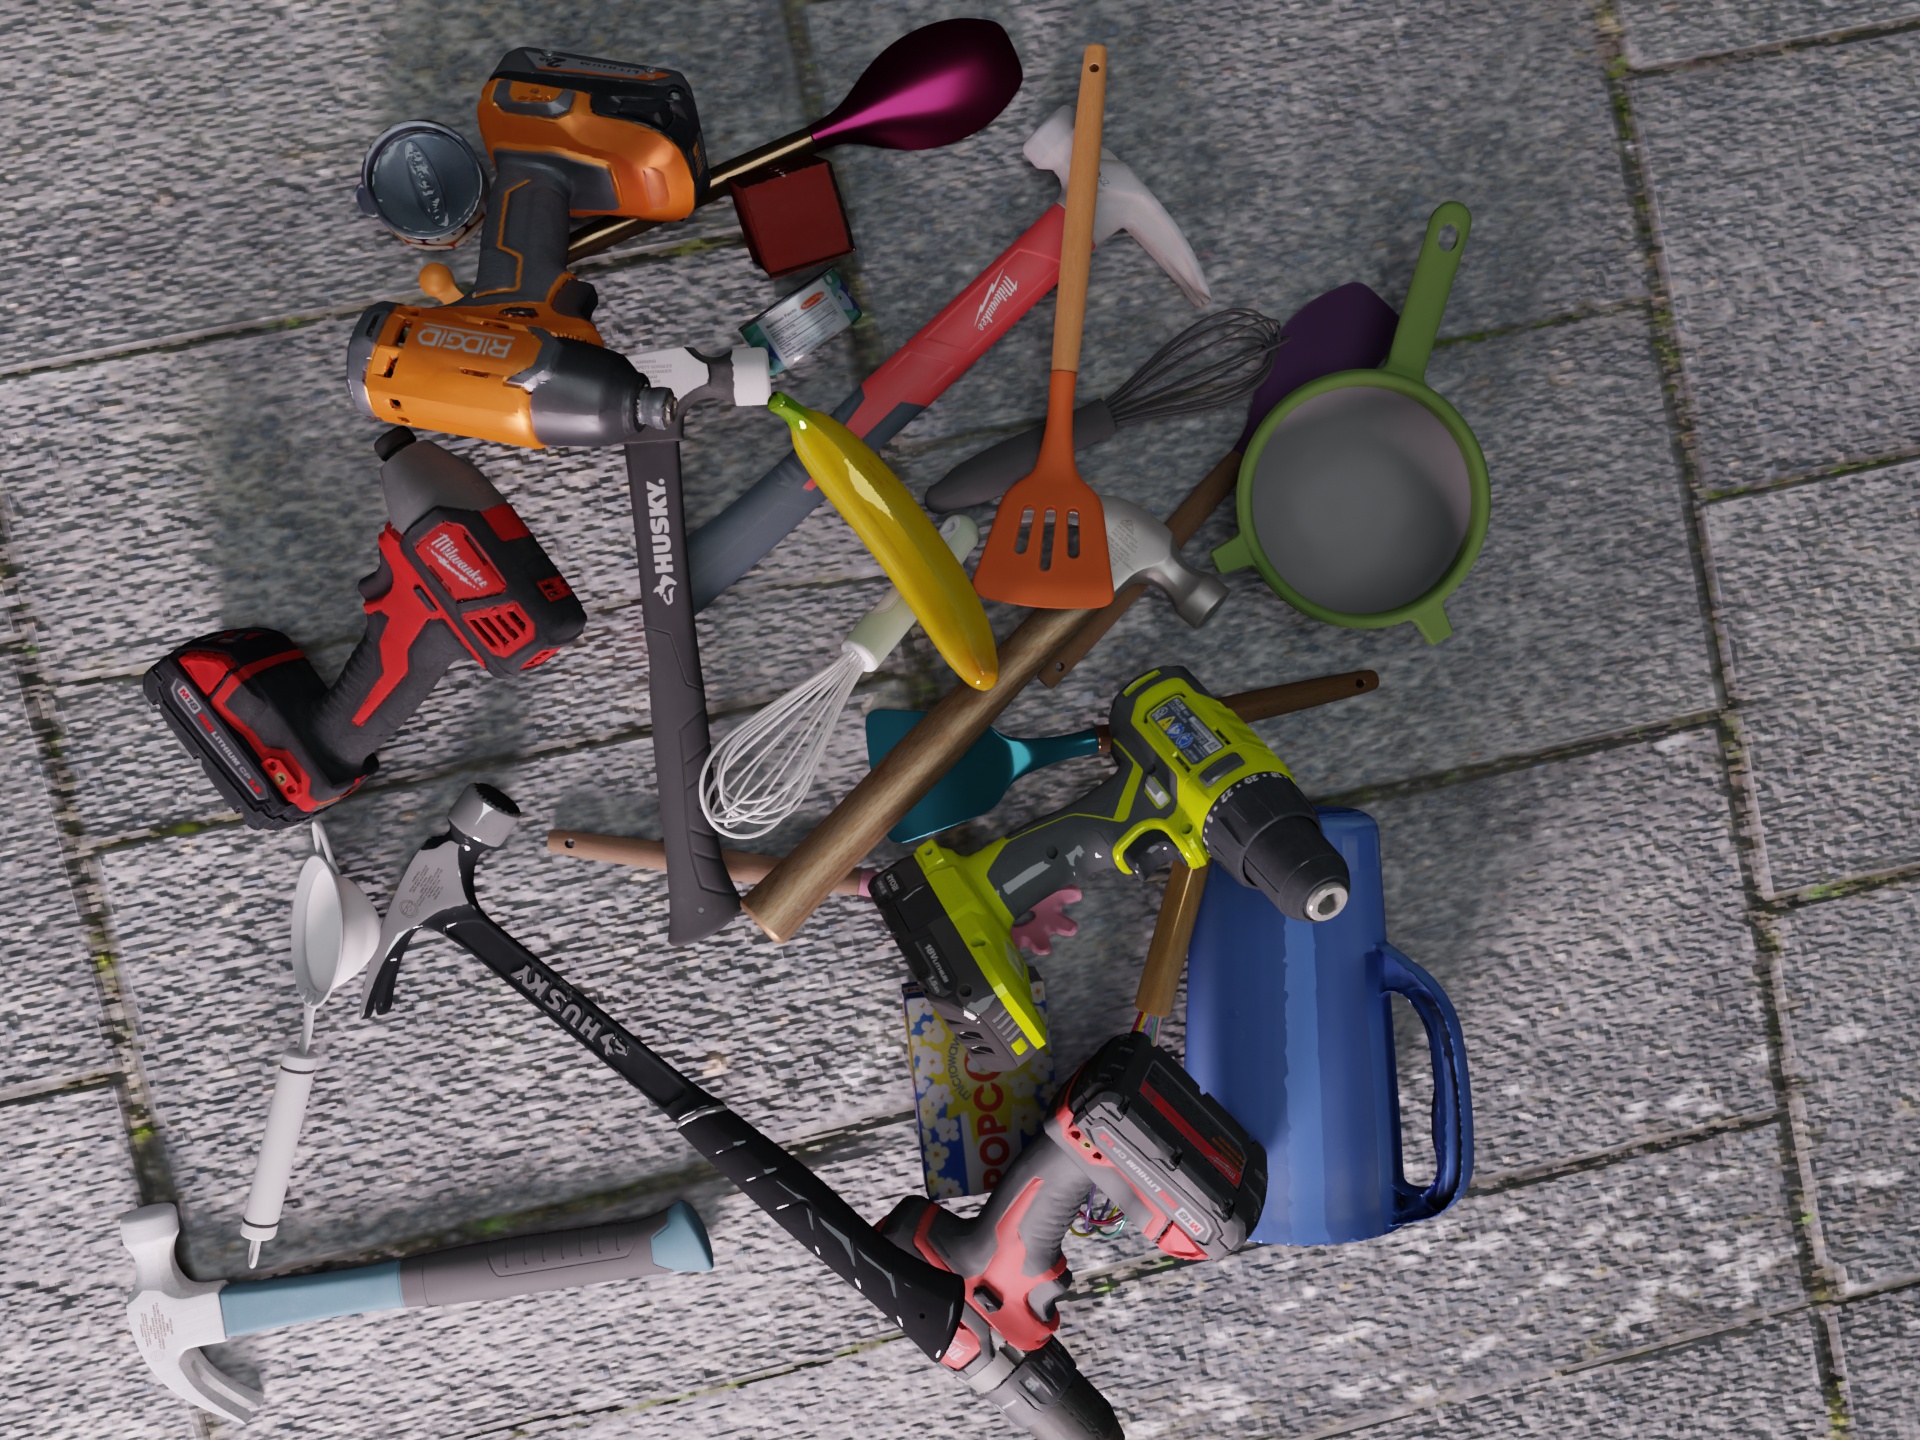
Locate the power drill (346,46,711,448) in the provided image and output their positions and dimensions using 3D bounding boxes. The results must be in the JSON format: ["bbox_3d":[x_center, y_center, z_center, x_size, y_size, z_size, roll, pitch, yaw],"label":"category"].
[{"bbox_3d":[-0.206,-0.242,0.843,0.164,0.084,0.227,11,65,6],"label":"power drill"}]

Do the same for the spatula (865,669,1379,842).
[{"bbox_3d":[0.103,0.005,0.970,0.317,0.044,0.082,-11,92,-10],"label":"spatula"}]

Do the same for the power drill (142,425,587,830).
[{"bbox_3d":[-0.322,-0.050,0.860,0.219,0.078,0.143,-33,96,16],"label":"power drill"}]

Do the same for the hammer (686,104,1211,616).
[{"bbox_3d":[-0.030,-0.179,0.938,0.386,0.038,0.143,-44,98,-2],"label":"hammer"}]

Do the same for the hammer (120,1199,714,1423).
[{"bbox_3d":[-0.313,0.327,0.935,0.331,0.033,0.128,-7,93,-6],"label":"hammer"}]

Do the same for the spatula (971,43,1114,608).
[{"bbox_3d":[0.062,-0.224,0.906,0.081,0.041,0.322,6,92,5],"label":"spatula"}]

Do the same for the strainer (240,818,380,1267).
[{"bbox_3d":[-0.370,0.184,0.900,0.050,0.087,0.258,13,92,-40],"label":"strainer"}]

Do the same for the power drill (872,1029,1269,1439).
[{"bbox_3d":[0.069,0.303,0.882,0.188,0.080,0.226,45,114,4],"label":"power drill"}]

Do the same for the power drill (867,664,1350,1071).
[{"bbox_3d":[0.080,0.085,0.860,0.228,0.191,0.080,-33,130,-1],"label":"power drill"}]

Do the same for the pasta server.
[{"bbox_3d":[-0.087,0.093,0.946,0.316,0.040,0.060,8,83,-5],"label":"pasta server"}]

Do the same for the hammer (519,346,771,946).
[{"bbox_3d":[-0.168,-0.037,0.895,0.146,0.035,0.334,-5,97,-9],"label":"hammer"}]

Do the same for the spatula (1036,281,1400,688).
[{"bbox_3d":[0.152,-0.142,0.968,0.060,0.018,0.316,41,87,-4],"label":"spatula"}]

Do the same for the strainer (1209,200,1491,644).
[{"bbox_3d":[0.248,-0.180,0.951,0.151,0.069,0.256,18,90,-5],"label":"strainer"}]

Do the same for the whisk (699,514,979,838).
[{"bbox_3d":[-0.063,-0.032,0.904,0.246,0.058,0.059,-52,121,-25],"label":"whisk"}]

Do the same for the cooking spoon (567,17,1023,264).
[{"bbox_3d":[-0.110,-0.330,0.932,0.319,0.017,0.068,-26,97,-4],"label":"cooking spoon"}]

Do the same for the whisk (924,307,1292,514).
[{"bbox_3d":[0.087,-0.180,0.946,0.239,0.055,0.055,-26,95,1],"label":"whisk"}]

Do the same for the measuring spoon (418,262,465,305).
[{"bbox_3d":[-0.272,-0.219,0.924,0.021,0.011,0.117,-41,96,-3],"label":"measuring spoon"}]

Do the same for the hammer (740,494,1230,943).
[{"bbox_3d":[-0.001,-0.003,0.922,0.130,0.031,0.331,43,81,10],"label":"hammer"}]

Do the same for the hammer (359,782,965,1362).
[{"bbox_3d":[-0.164,0.214,0.891,0.409,0.036,0.149,37,94,10],"label":"hammer"}]

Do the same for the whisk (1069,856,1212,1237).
[{"bbox_3d":[0.104,0.188,0.919,0.047,0.051,0.245,12,99,-14],"label":"whisk"}]
